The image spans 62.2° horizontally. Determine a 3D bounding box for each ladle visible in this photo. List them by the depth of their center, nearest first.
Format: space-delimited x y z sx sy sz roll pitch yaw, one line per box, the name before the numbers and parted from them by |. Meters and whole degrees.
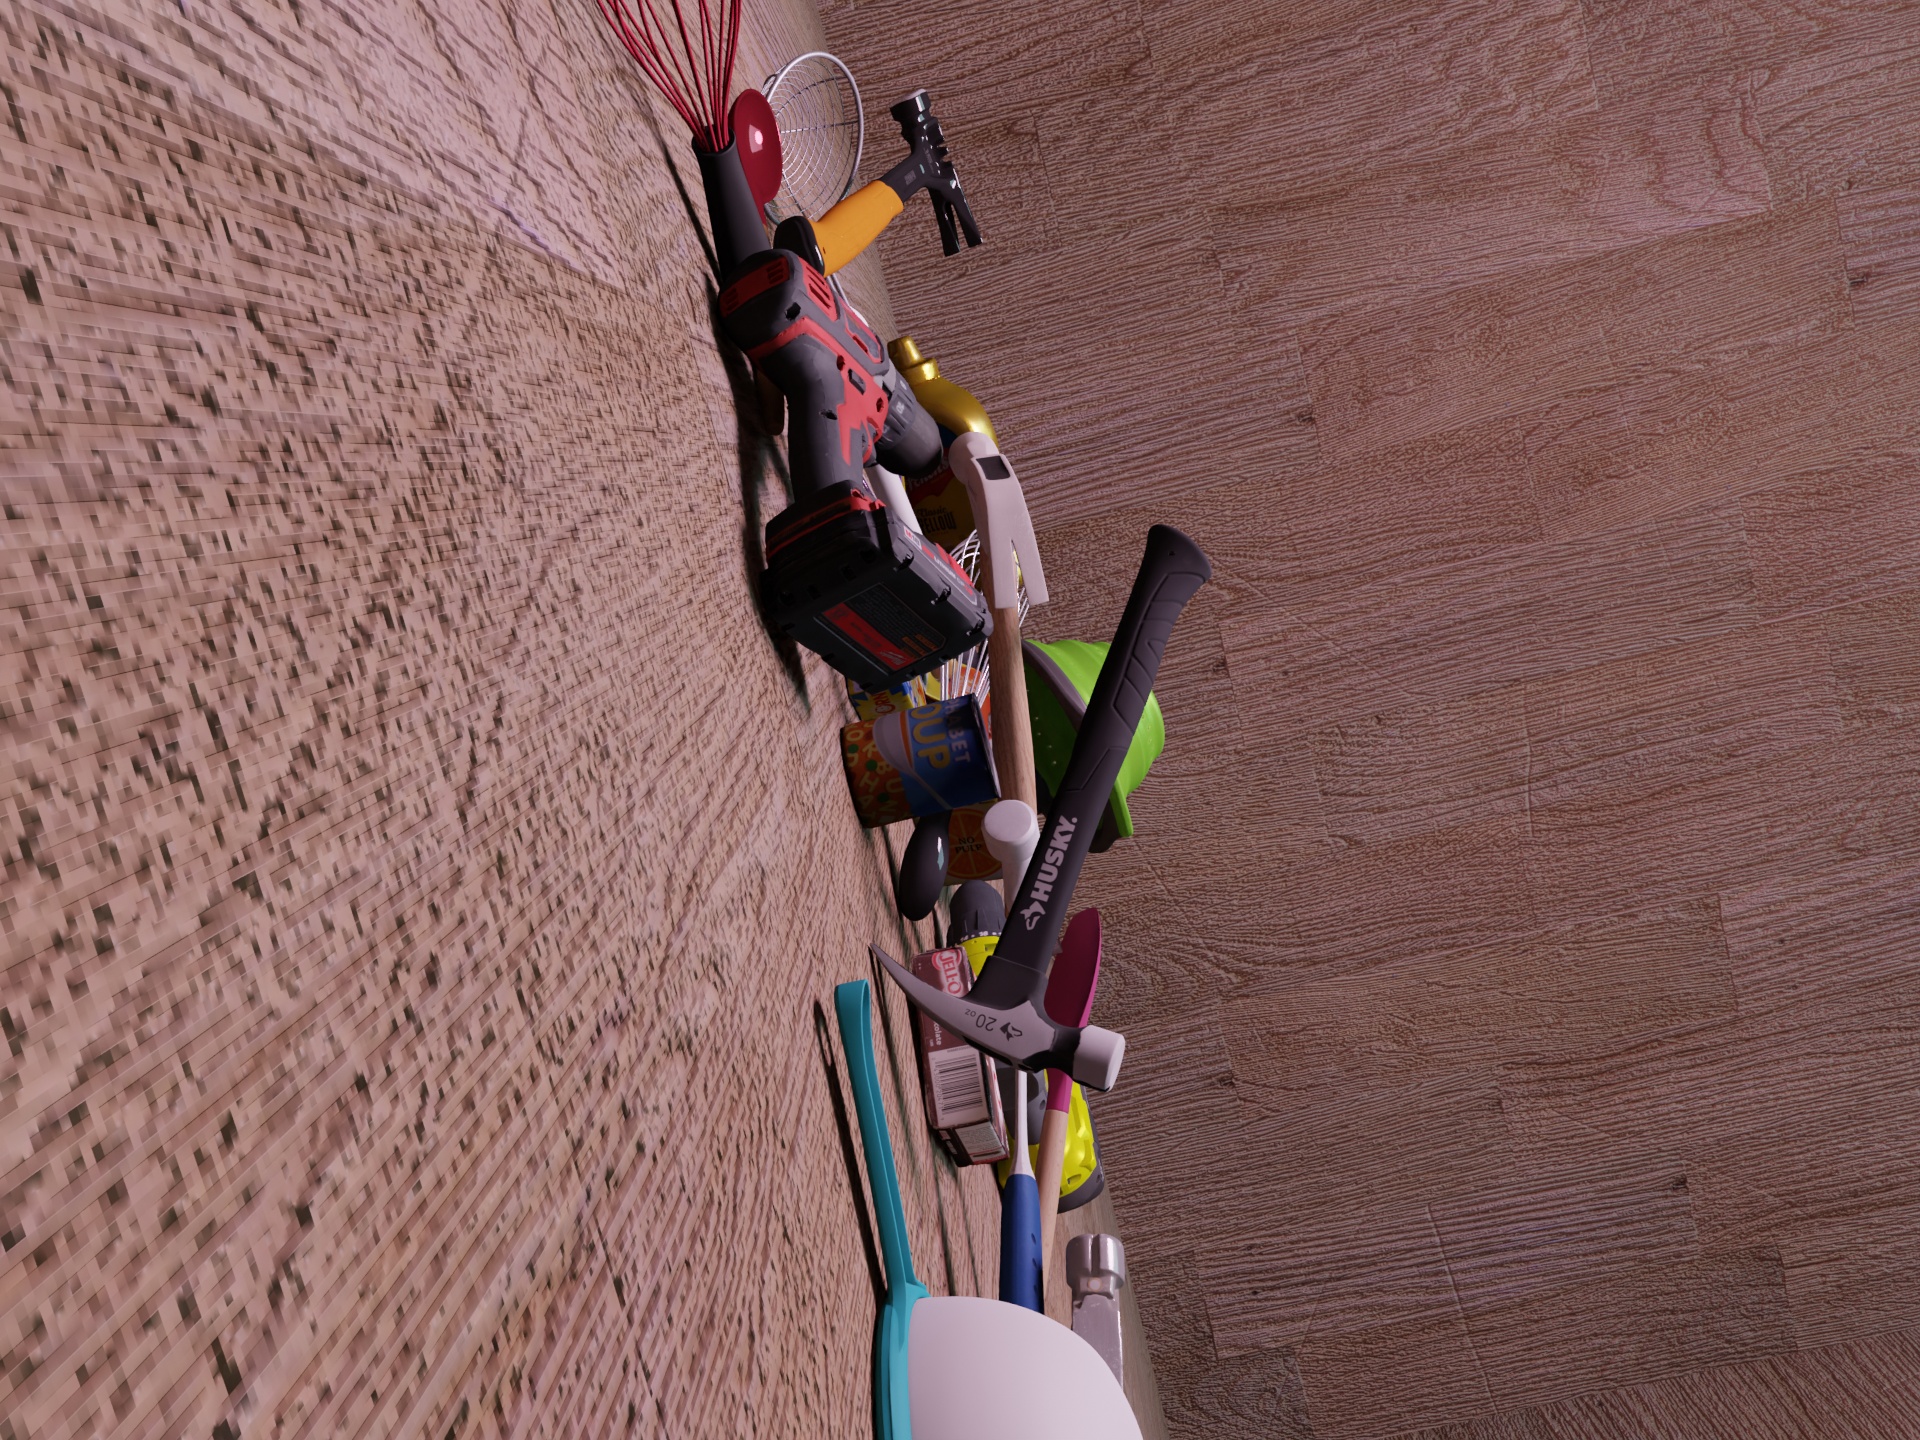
ladle | -0.127 -0.296 1.018 0.069 0.031 0.316 55 21 -52

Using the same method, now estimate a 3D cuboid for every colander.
colander | 0.069 -0.021 1.400 0.397 0.094 0.204 32 -35 60

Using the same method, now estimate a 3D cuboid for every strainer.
strainer | 0.022 0.271 0.665 0.211 0.095 0.340 45 33 -83
strainer | -0.056 -0.178 1.011 0.087 0.050 0.258 -96 165 -63

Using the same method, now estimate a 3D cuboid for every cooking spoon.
cooking spoon | 0.056 0.269 0.987 0.068 0.017 0.319 -37 -142 59

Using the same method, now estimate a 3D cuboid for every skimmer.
skimmer | -0.060 -0.308 1.186 0.127 0.090 0.363 -28 95 -52

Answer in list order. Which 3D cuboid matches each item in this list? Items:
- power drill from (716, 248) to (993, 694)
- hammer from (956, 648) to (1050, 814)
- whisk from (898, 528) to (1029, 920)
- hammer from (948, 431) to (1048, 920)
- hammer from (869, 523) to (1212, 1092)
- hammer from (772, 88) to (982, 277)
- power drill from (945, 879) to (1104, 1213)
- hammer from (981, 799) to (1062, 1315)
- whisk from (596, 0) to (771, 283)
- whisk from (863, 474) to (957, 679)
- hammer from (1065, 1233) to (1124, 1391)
power drill | -0.051 -0.131 0.878 0.187 0.080 0.227 38 32 -53
hammer | -0.023 -0.101 1.265 0.149 0.036 0.408 -85 150 -71
whisk | -0.001 -0.003 1.067 0.070 0.070 0.285 67 33 -68
hammer | 0.032 -0.005 1.002 0.130 0.031 0.331 -111 -167 -59
hammer | 0.068 0.031 0.905 0.035 0.146 0.335 70 39 -63
hammer | -0.058 -0.359 1.131 0.127 0.034 0.337 67 25 -23
power drill | 0.041 0.251 1.214 0.191 0.080 0.228 -99 171 -50
hammer | 0.036 0.252 0.897 0.143 0.035 0.406 75 13 -53
whisk | -0.130 -0.308 0.804 0.295 0.073 0.073 80 -2 -63
whisk | -0.050 -0.140 1.133 0.051 0.047 0.244 35 -33 63
hammer | 0.075 0.439 0.933 0.358 0.036 0.149 86 6 -51
